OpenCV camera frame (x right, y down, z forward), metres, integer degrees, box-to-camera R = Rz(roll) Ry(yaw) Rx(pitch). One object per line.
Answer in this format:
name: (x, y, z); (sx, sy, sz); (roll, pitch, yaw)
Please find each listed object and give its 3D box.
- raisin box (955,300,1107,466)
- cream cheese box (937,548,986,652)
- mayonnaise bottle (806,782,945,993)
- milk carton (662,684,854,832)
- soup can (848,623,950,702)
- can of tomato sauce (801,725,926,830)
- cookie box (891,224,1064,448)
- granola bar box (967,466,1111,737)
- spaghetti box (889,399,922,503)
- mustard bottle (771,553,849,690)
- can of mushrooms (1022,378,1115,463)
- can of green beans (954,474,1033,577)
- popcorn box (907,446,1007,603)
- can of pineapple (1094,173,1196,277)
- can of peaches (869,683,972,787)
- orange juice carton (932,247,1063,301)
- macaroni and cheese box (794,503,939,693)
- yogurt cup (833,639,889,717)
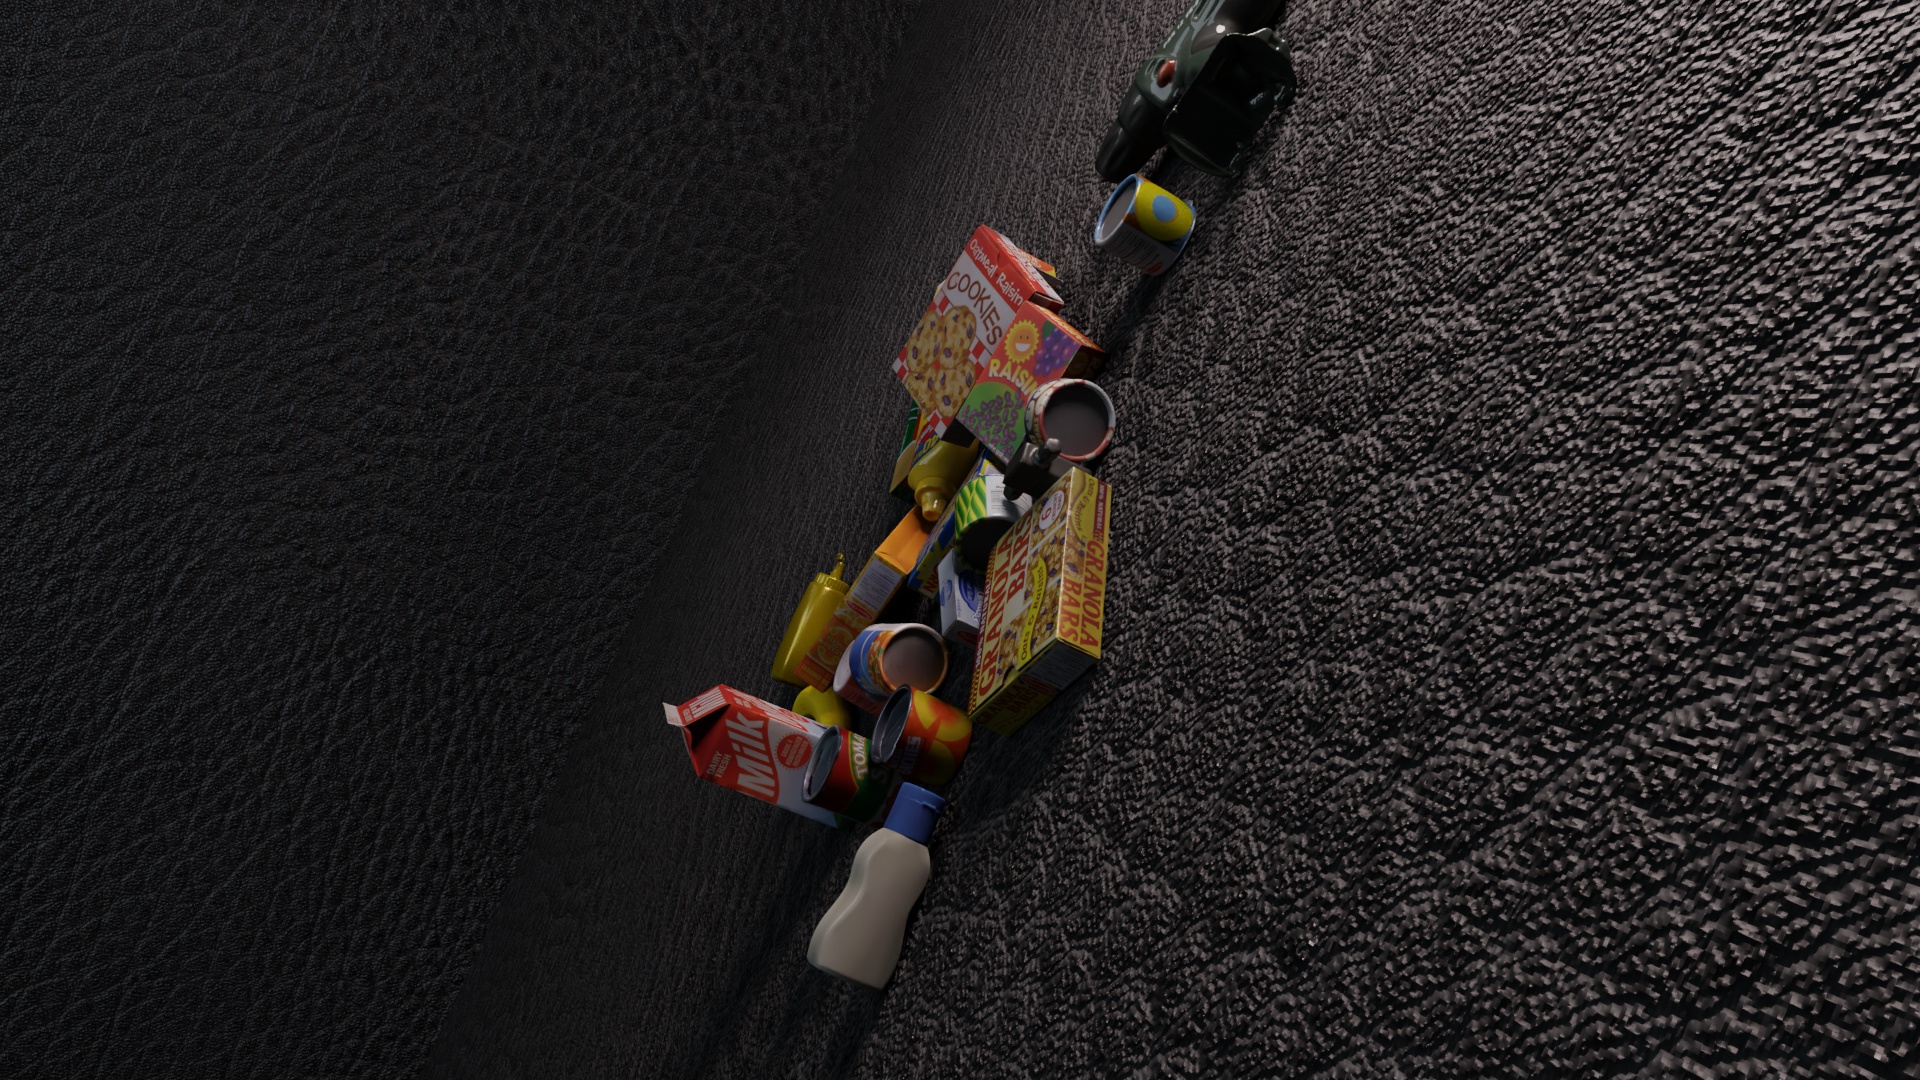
raisin box: (0.061, -0.133, 1.203); (0.086, 0.040, 0.123); (46, 112, 40)
cream cheese box: (0.011, 0.052, 1.125); (0.024, 0.053, 0.104); (-54, 21, 25)
mayonnaise bottle: (-0.056, 0.256, 1.035); (0.041, 0.065, 0.148); (-10, 52, 65)
milk carton: (-0.175, 0.187, 1.241); (0.073, 0.190, 0.072); (-65, 18, -1)
soup can: (-0.054, 0.108, 1.214); (0.083, 0.071, 0.071); (-10, 56, 68)
can of tomato sauce: (-0.077, 0.195, 1.132); (0.071, 0.083, 0.071); (-53, 21, 32)
cookie box: (0.012, -0.190, 1.292); (0.166, 0.040, 0.123); (-56, 43, 24)
granola bar box: (0.058, 0.044, 1.027); (0.123, 0.039, 0.166); (-47, 25, 43)
spaghetti box: (-0.033, -0.155, 1.561); (0.050, 0.028, 0.251); (-41, 29, 49)
mustard bottle: (-0.161, 0.089, 1.562); (0.160, 0.049, 0.065); (-67, 19, -10)
can of mushrooms: (0.084, -0.093, 1.089); (0.071, 0.071, 0.033); (-65, 20, -2)
can of green beans: (0.028, -0.011, 1.141); (0.071, 0.071, 0.058); (-53, 22, 32)
popcorn box: (0.004, -0.015, 1.229); (0.126, 0.038, 0.085); (-57, 6, 22)
can of pineapple: (0.151, -0.260, 1.140); (0.070, 0.058, 0.071); (-53, 21, 31)
can of peaches: (-0.031, 0.156, 1.096); (0.071, 0.058, 0.071); (-52, 22, 32)
orange juice carton: (0.033, -0.250, 1.434); (0.192, 0.072, 0.073); (-24, 44, 64)
macaroni and cheese box: (-0.086, 0.057, 1.350); (0.165, 0.040, 0.124); (-55, -1, 29)
yogurt cup: (-0.082, 0.126, 1.285); (0.072, 0.054, 0.073); (-54, 21, 32)
